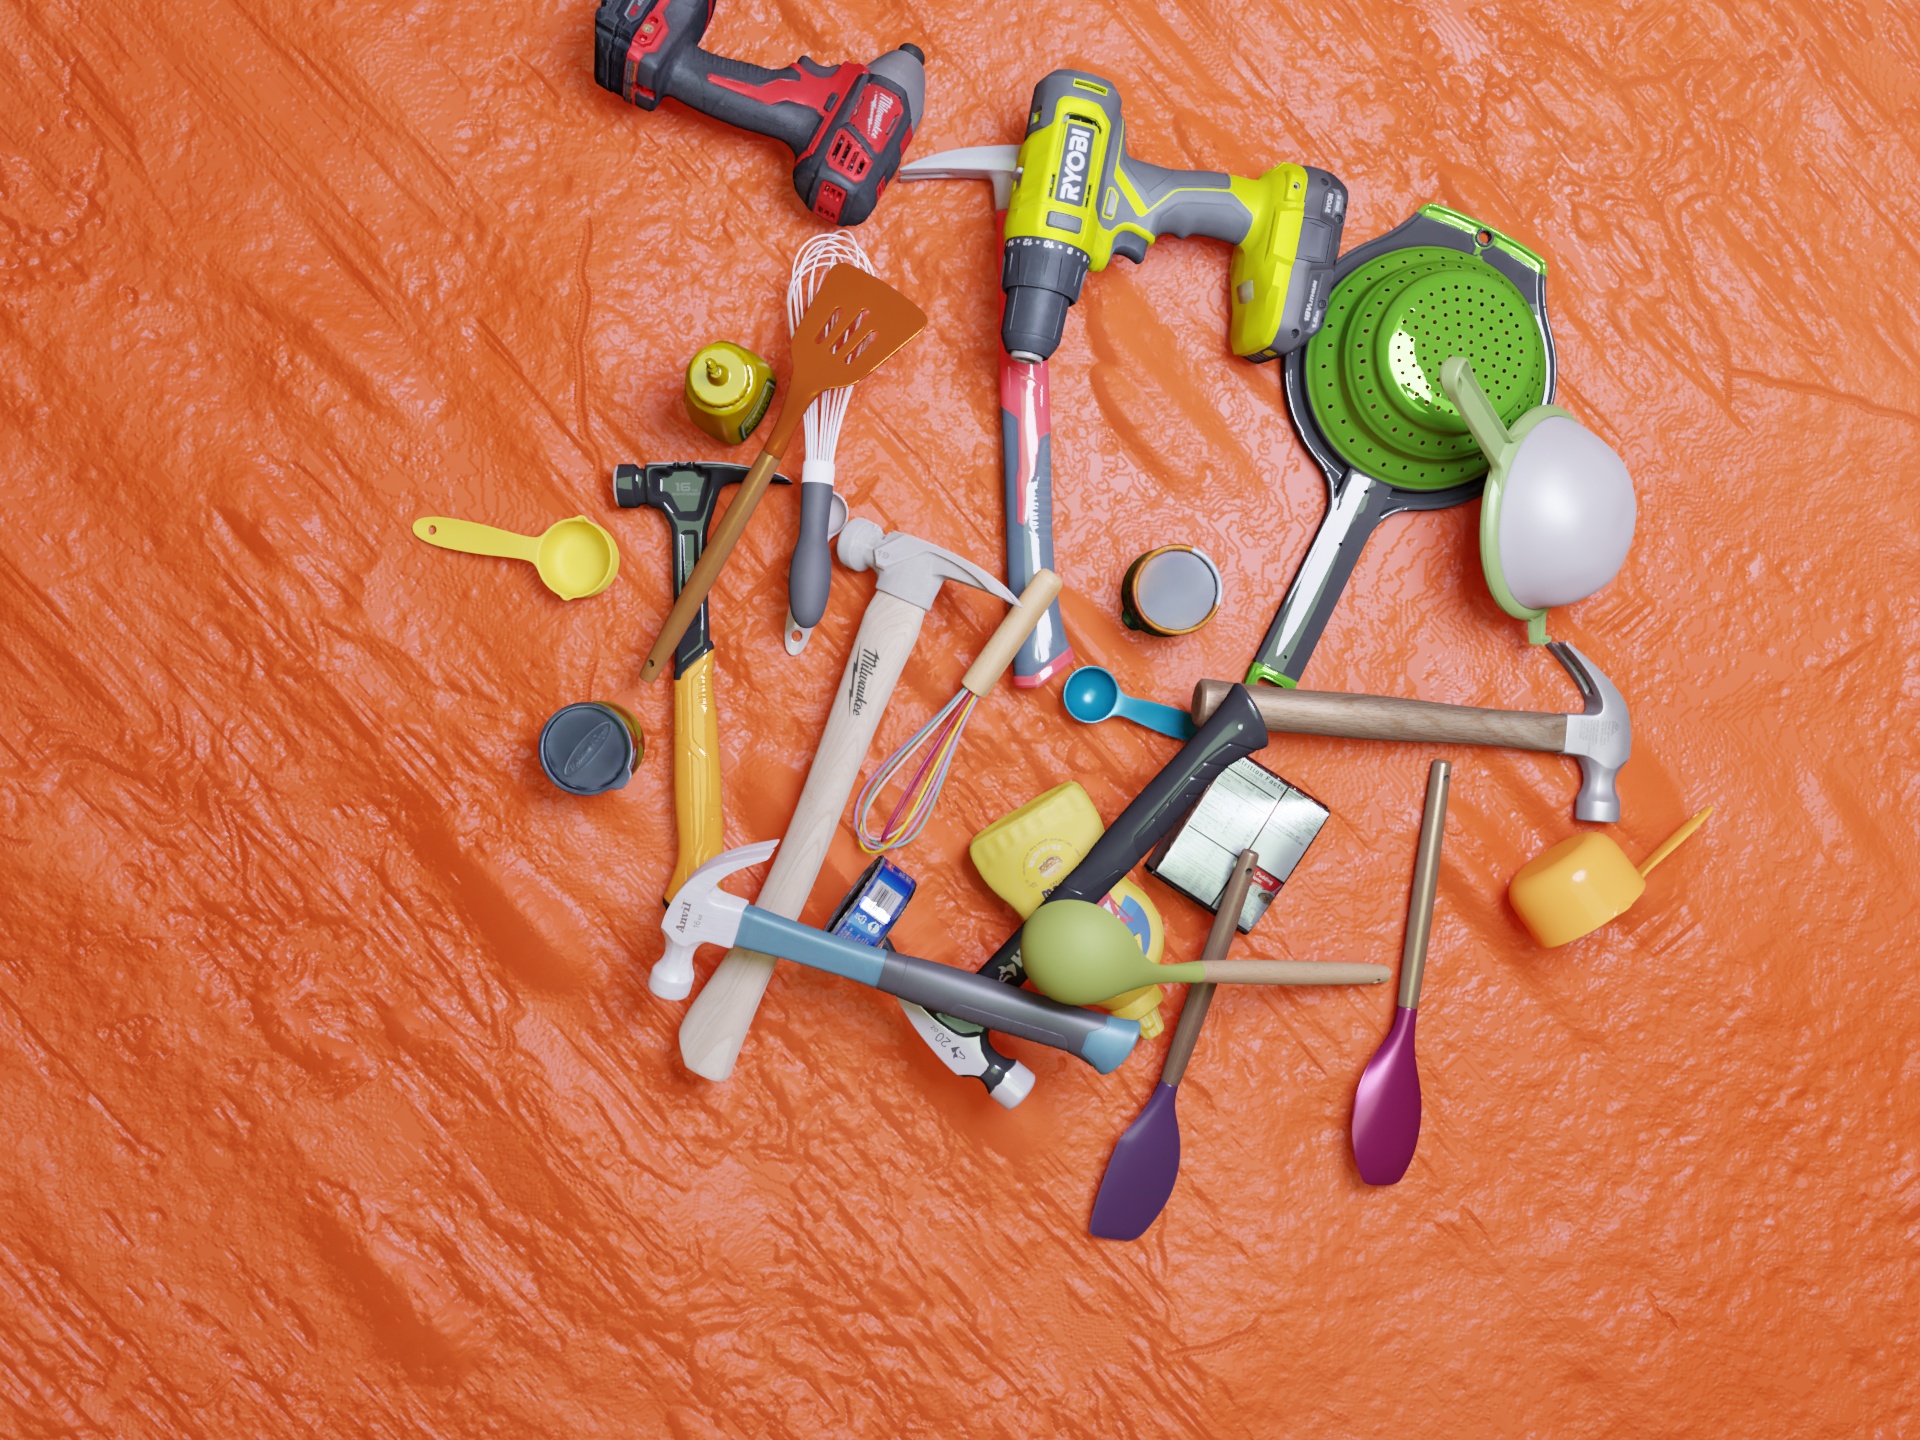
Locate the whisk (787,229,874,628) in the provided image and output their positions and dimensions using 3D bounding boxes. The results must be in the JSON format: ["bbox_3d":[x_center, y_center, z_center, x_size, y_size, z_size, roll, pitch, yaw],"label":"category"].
[{"bbox_3d":[-0.098,-0.207,1.126,0.070,0.070,0.284,4,87,-2],"label":"whisk"}]

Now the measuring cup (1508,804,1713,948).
[{"bbox_3d":[0.474,0.095,1.158,0.173,0.095,0.052,-36,86,-13],"label":"measuring cup"}]

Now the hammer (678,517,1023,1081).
[{"bbox_3d":[-0.094,0.067,1.127,0.146,0.038,0.410,24,93,29],"label":"hammer"}]

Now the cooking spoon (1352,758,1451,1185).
[{"bbox_3d":[0.334,0.187,1.177,0.068,0.017,0.319,8,89,-28],"label":"cooking spoon"}]

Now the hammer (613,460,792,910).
[{"bbox_3d":[-0.185,-0.019,1.156,0.127,0.034,0.337,0,93,0],"label":"hammer"}]

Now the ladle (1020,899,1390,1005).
[{"bbox_3d":[0.180,0.165,1.108,0.320,0.062,0.078,7,133,-33],"label":"ladle"}]

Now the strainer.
[{"bbox_3d":[0.396,-0.164,1.065,0.256,0.069,0.151,36,74,-44],"label":"strainer"}]

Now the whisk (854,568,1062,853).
[{"bbox_3d":[-0.001,-0.002,1.138,0.051,0.047,0.245,33,102,-8],"label":"whisk"}]

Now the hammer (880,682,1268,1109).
[{"bbox_3d":[0.088,0.106,1.105,0.146,0.035,0.335,41,98,-1],"label":"hammer"}]

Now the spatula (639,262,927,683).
[{"bbox_3d":[-0.138,-0.163,1.103,0.081,0.041,0.322,35,104,12],"label":"spatula"}]

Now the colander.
[{"bbox_3d":[0.303,-0.181,1.129,0.204,0.094,0.397,26,92,-2],"label":"colander"}]

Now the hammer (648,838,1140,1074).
[{"bbox_3d":[-0.041,0.175,1.084,0.331,0.033,0.128,18,107,0],"label":"hammer"}]

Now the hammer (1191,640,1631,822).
[{"bbox_3d":[0.329,-0.002,1.150,0.331,0.031,0.130,5,89,-10],"label":"hammer"}]

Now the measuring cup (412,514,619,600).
[{"bbox_3d":[-0.322,-0.126,1.158,0.156,0.029,0.062,12,92,10],"label":"measuring cup"}]

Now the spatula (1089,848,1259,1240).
[{"bbox_3d":[0.163,0.241,1.162,0.059,0.018,0.316,12,102,-20],"label":"spatula"}]

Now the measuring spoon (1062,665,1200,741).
[{"bbox_3d":[0.134,-0.006,1.176,0.128,0.021,0.042,18,91,-11],"label":"measuring spoon"}]

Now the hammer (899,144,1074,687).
[{"bbox_3d":[0.032,-0.216,1.150,0.143,0.038,0.386,-2,93,0],"label":"hammer"}]

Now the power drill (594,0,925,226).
[{"bbox_3d":[-0.133,-0.455,1.111,0.219,0.078,0.143,28,74,-7],"label":"power drill"}]

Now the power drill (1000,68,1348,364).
[{"bbox_3d":[0.139,-0.325,1.103,0.228,0.080,0.190,10,91,-14],"label":"power drill"}]

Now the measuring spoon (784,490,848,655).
[{"bbox_3d":[-0.109,-0.108,1.166,0.034,0.018,0.124,14,99,-2],"label":"measuring spoon"}]
